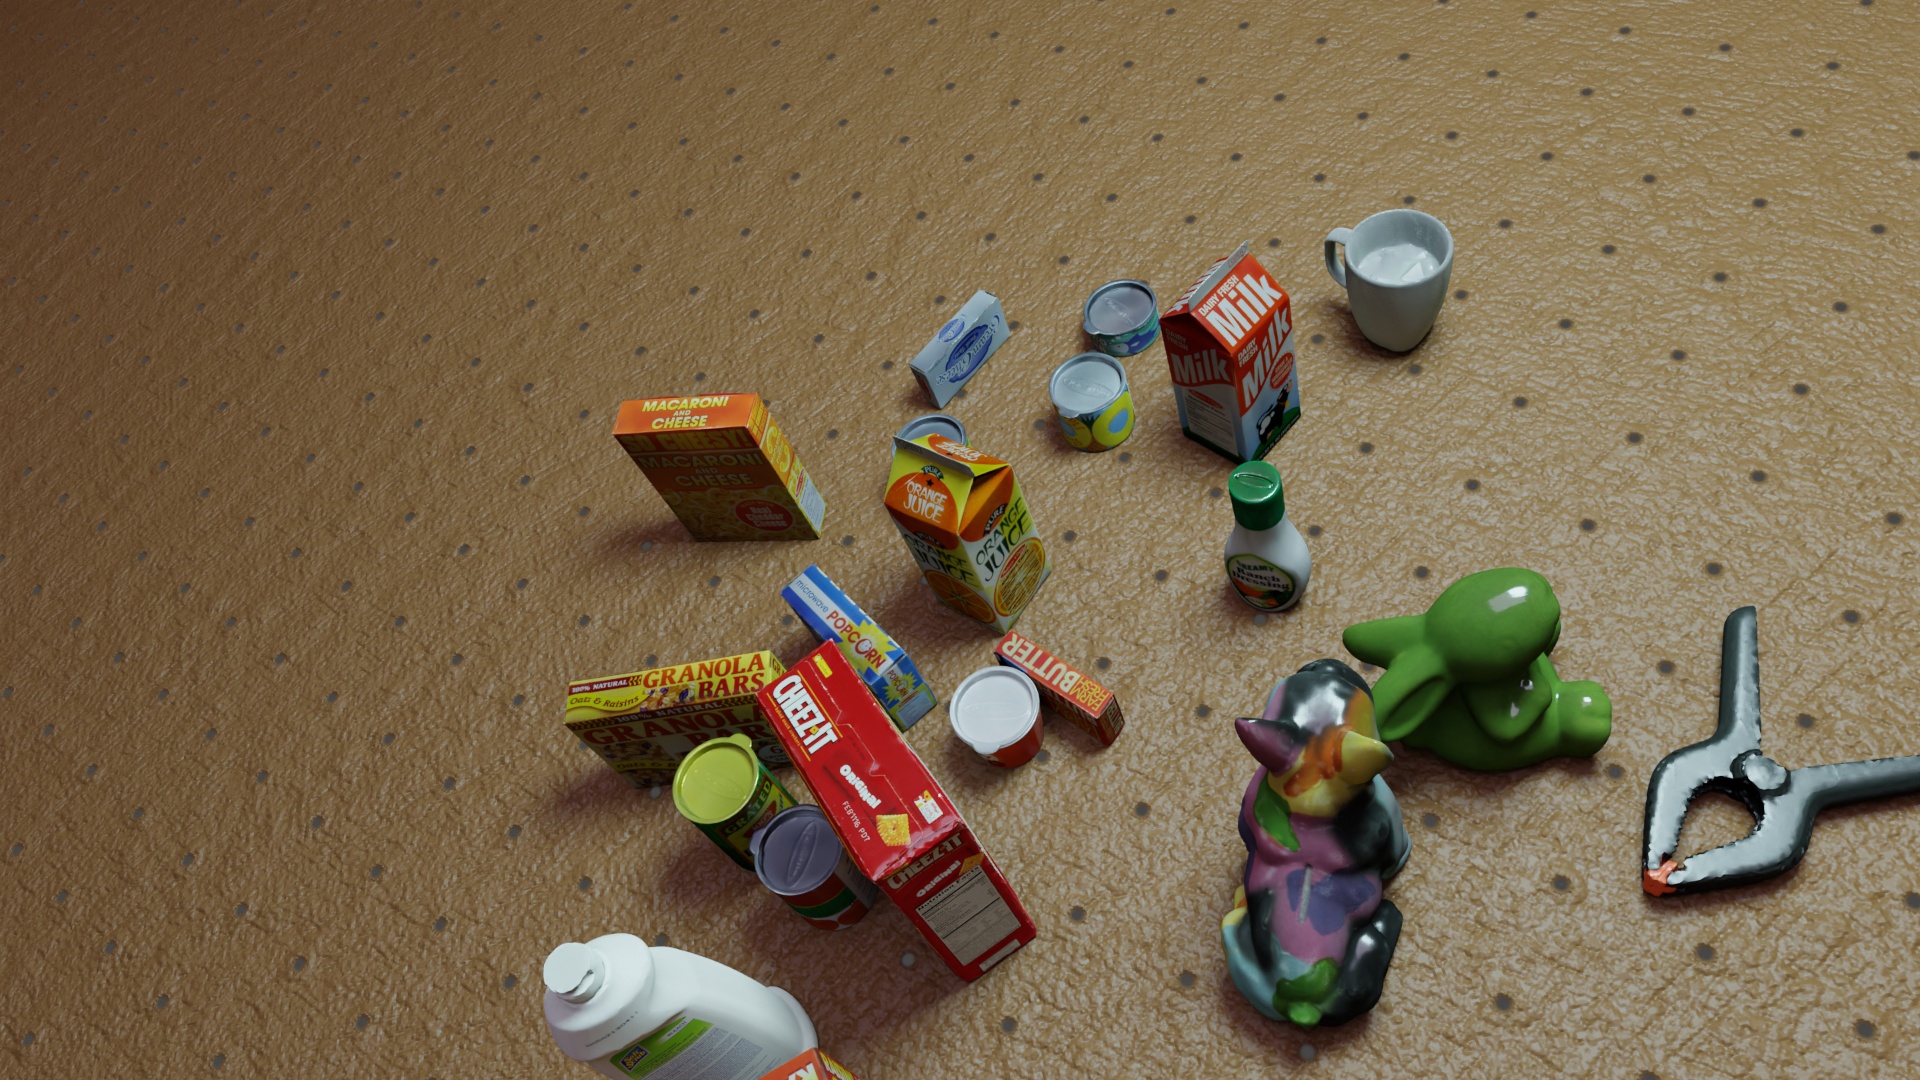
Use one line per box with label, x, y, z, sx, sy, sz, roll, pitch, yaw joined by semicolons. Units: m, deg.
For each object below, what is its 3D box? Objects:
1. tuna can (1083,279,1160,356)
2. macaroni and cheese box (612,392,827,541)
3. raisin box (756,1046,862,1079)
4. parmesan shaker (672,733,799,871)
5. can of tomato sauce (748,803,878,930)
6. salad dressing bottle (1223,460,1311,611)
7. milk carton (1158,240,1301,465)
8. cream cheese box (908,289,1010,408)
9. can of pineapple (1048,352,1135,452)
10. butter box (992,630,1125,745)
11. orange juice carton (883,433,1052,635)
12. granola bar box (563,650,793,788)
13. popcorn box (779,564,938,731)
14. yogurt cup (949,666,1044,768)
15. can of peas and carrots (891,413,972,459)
tuna can;0.144;-0.198;1.248;0.071;0.032;0.071;-9;55;12
macaroni and cheese box;-0.201;-0.060;1.183;0.124;0.165;0.040;-2;57;17
raisin box;-0.102;0.373;0.881;0.086;0.123;0.040;-29;53;-2
parmesan shaker;-0.160;0.196;1.034;0.071;0.102;0.071;-9;55;13
can of tomato sauce;-0.104;0.237;1.000;0.071;0.082;0.071;-9;55;13
salad dressing bottle;0.222;-0.002;1.017;0.064;0.147;0.044;15;63;27
milk carton;0.213;-0.148;1.093;0.073;0.189;0.072;34;73;33
cream cheese box;0.000;-0.174;1.266;0.024;0.053;0.104;31;70;32
can of pineapple;0.112;-0.117;1.187;0.071;0.057;0.071;-9;55;13
butter box;0.075;0.111;1.047;0.104;0.053;0.024;31;71;32
orange juice carton;0.004;-0.013;1.068;0.072;0.192;0.073;24;68;30
granola bar box;-0.201;0.140;1.073;0.165;0.123;0.039;-10;55;12
popcorn box;-0.080;0.084;1.096;0.038;0.085;0.127;-41;54;-11
yogurt cup;0.031;0.136;1.044;0.072;0.053;0.073;-9;55;13
can of peas and carrots;-0.019;-0.064;1.194;0.071;0.058;0.071;-9;55;13
